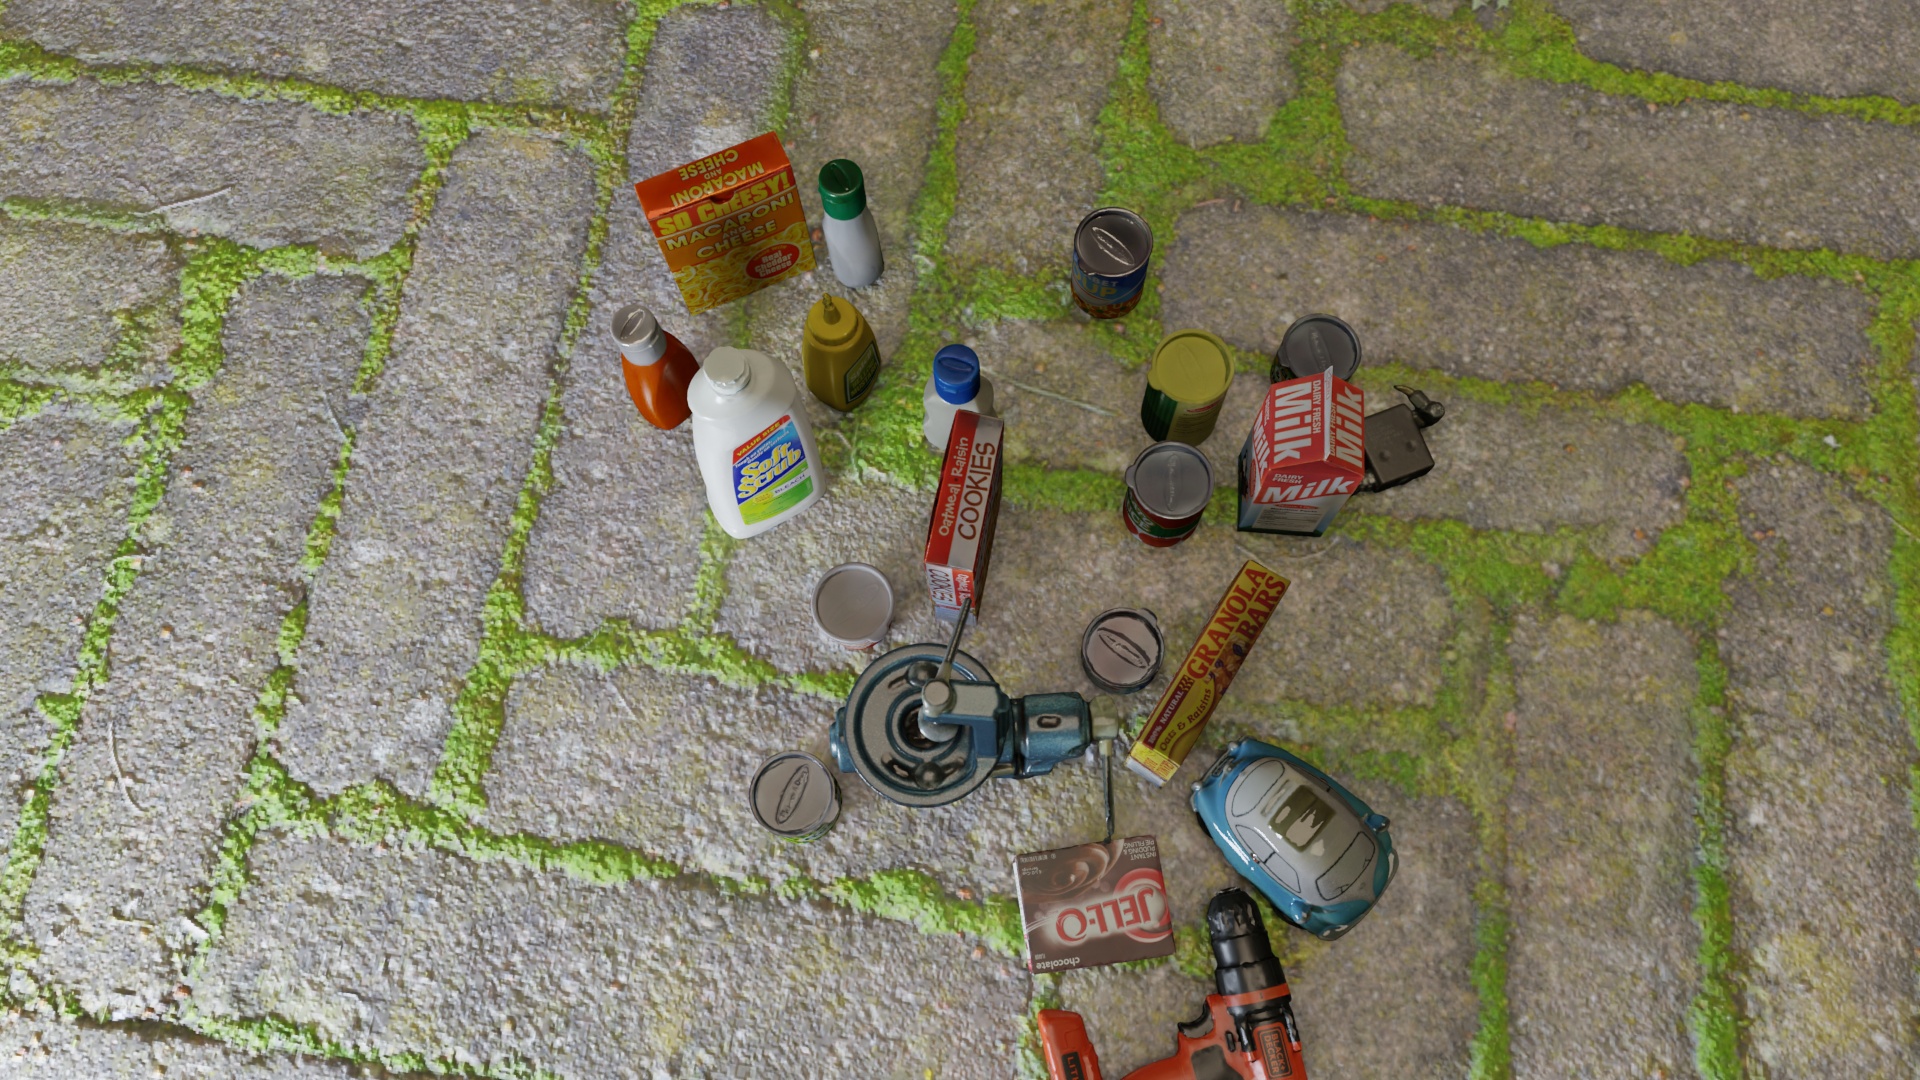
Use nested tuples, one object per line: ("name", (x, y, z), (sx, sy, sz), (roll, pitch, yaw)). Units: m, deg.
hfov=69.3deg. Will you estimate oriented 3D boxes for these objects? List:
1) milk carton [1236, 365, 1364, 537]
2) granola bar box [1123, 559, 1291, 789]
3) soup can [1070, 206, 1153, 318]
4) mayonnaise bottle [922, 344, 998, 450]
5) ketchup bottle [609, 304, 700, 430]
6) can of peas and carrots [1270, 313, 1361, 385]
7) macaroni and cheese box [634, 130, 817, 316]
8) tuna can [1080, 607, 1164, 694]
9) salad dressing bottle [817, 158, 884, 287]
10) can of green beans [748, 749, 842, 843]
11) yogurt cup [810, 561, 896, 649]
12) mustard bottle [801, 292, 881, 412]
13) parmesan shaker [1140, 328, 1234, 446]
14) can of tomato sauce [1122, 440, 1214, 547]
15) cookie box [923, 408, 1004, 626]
("milk carton", (0.268, -0.066, 1.088), (0.073, 0.190, 0.072), (4, 73, 3))
("granola bar box", (0.187, 0.105, 1.069), (0.039, 0.124, 0.166), (31, 76, 10))
("soup can", (0.127, -0.237, 1.202), (0.071, 0.083, 0.071), (0, 73, 1))
("mayonnaise bottle", (-0.001, -0.113, 1.131), (0.065, 0.147, 0.041), (14, 74, 6))
("ketchup bottle", (-0.252, -0.145, 1.147), (0.043, 0.148, 0.065), (30, 76, 10))
("can of peas and carrots", (0.299, -0.150, 1.183), (0.071, 0.058, 0.071), (0, 72, 1))
("macaroni and cheese box", (-0.193, -0.263, 1.174), (0.124, 0.166, 0.040), (-23, 74, -6))
("tuna can", (0.132, 0.088, 1.124), (0.071, 0.032, 0.071), (0, 72, 1))
("salad dressing bottle", (-0.095, -0.269, 1.184), (0.044, 0.147, 0.064), (-28, 74, -7))
("can of green beans", (-0.127, 0.200, 1.081), (0.071, 0.057, 0.071), (0, 72, 1))
("yogurt cup", (-0.085, 0.057, 1.128), (0.072, 0.053, 0.072), (0, 72, 1))
("mustard bottle", (-0.101, -0.160, 1.142), (0.049, 0.159, 0.065), (33, 76, 11))
("parmesan shaker", (0.184, -0.123, 1.154), (0.071, 0.102, 0.071), (0, 73, 1))
("can of tomato sauce", (0.167, -0.036, 1.137), (0.071, 0.083, 0.071), (0, 73, 1))
("cookie box", (0.004, -0.014, 1.089), (0.040, 0.167, 0.123), (10, 73, 5))
